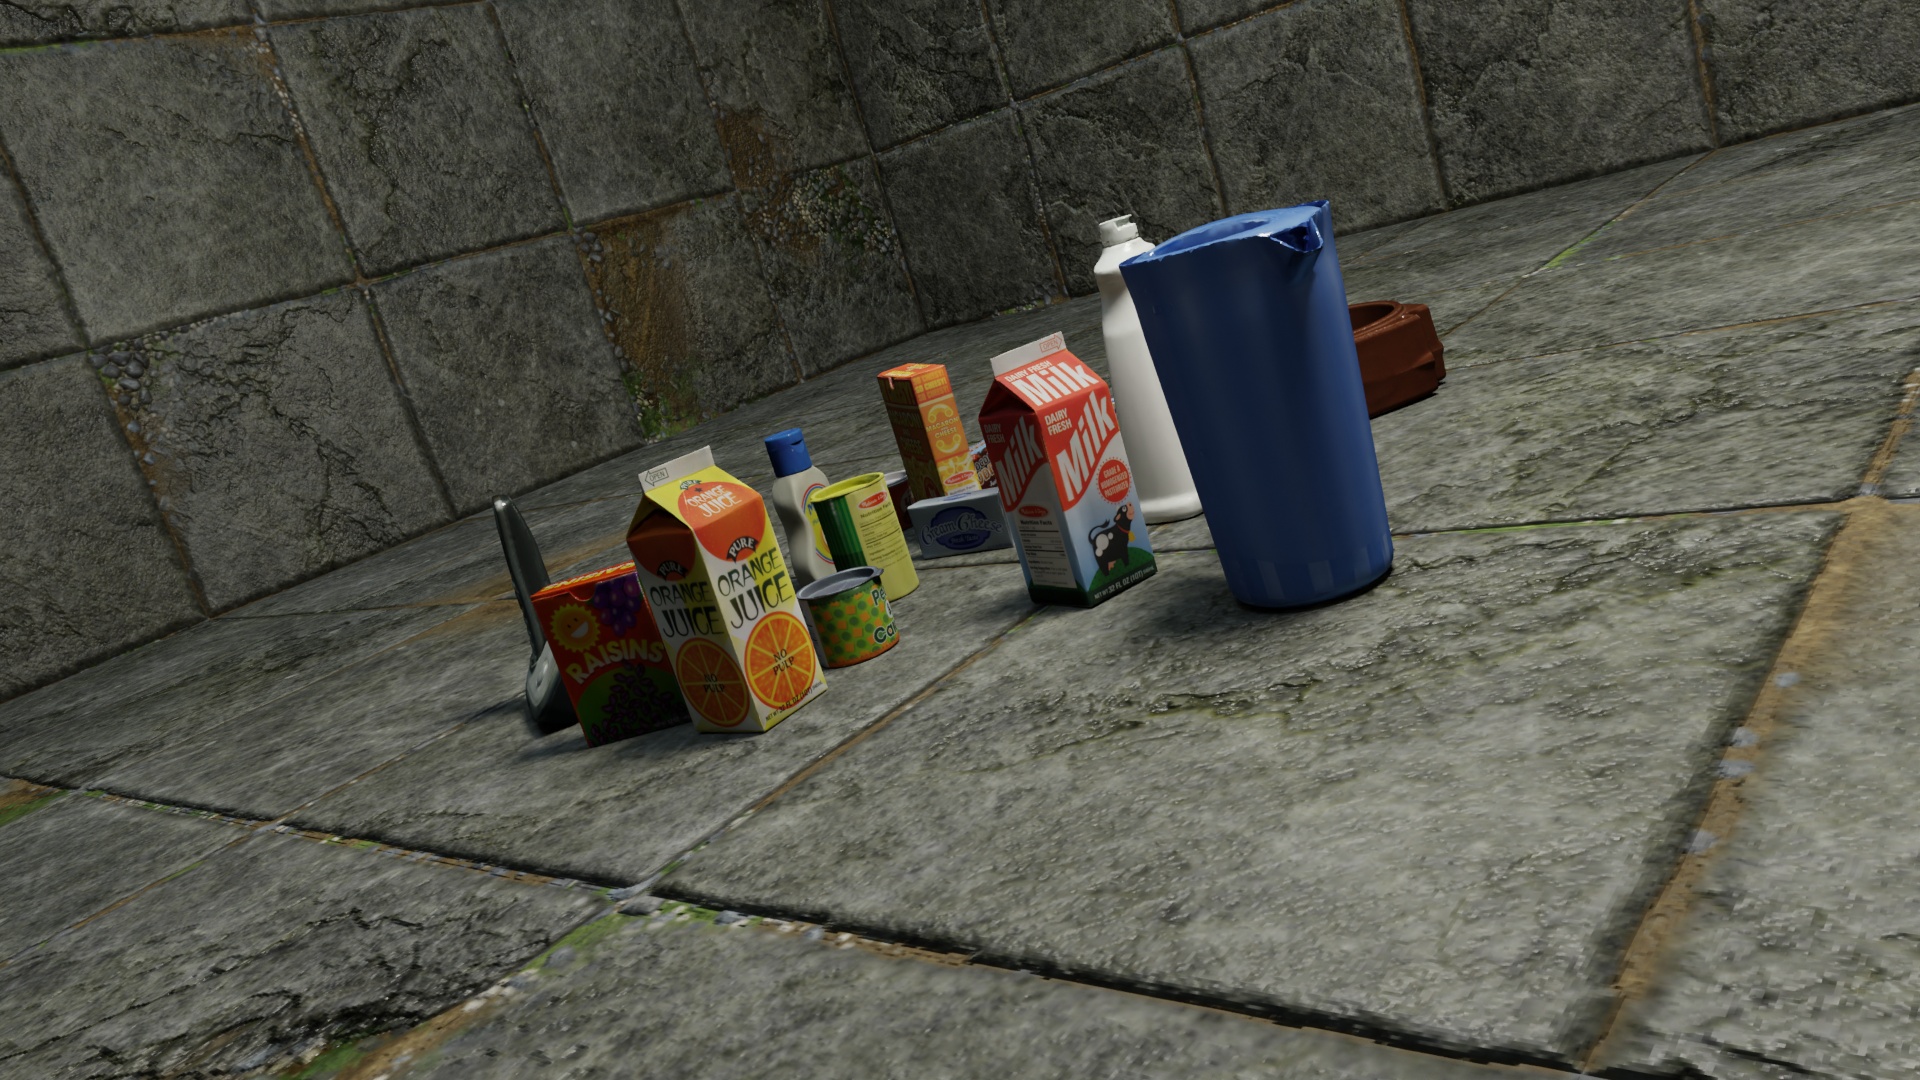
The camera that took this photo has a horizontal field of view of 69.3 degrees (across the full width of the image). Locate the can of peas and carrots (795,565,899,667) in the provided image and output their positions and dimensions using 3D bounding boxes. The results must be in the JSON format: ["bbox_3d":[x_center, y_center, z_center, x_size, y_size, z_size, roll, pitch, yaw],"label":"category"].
[{"bbox_3d":[-0.083,0.057,1.063,0.071,0.058,0.071,-16,13,4],"label":"can of peas and carrots"}]

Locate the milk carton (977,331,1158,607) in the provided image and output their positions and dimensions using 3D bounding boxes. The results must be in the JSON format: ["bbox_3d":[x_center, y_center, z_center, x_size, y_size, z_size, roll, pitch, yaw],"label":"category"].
[{"bbox_3d":[0.074,-0.053,1.024,0.072,0.190,0.073,-25,15,-32],"label":"milk carton"}]

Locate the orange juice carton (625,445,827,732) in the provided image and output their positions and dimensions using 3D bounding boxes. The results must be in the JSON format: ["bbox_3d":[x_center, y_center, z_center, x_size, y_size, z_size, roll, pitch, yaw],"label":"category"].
[{"bbox_3d":[-0.169,0.033,0.974,0.073,0.192,0.072,-7,16,38],"label":"orange juice carton"}]

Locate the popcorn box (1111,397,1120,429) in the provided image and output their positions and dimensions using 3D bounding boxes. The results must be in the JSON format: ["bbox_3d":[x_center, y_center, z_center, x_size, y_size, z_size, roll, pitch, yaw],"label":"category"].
[{"bbox_3d":[0.118,-0.086,1.341,0.126,0.085,0.038,-14,13,15],"label":"popcorn box"}]

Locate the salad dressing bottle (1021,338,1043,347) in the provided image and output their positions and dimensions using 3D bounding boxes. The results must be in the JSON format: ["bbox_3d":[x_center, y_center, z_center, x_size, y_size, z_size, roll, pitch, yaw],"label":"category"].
[{"bbox_3d":[0.099,-0.133,1.424,0.044,0.147,0.064,-19,12,-5],"label":"salad dressing bottle"}]

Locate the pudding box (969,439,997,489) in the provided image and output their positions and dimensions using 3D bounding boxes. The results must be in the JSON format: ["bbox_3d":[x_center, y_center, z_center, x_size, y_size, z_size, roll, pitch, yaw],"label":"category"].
[{"bbox_3d":[0.022,-0.080,1.521,0.030,0.049,0.084,-5,18,45],"label":"pudding box"}]

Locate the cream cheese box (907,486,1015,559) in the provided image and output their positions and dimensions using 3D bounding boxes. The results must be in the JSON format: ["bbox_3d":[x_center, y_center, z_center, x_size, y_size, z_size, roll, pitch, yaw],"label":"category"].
[{"bbox_3d":[0.005,-0.016,1.268,0.103,0.053,0.024,-9,15,34],"label":"cream cheese box"}]

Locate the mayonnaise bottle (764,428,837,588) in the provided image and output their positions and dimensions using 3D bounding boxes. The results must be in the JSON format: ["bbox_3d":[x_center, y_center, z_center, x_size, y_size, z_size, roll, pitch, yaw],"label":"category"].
[{"bbox_3d":[-0.145,-0.031,1.312,0.041,0.147,0.065,-6,17,41],"label":"mayonnaise bottle"}]

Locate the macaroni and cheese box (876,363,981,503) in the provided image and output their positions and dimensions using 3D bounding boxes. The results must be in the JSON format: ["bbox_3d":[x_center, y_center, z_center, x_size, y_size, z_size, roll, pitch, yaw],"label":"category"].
[{"bbox_3d":[-0.027,-0.086,1.350,0.040,0.166,0.124,-21,13,-15],"label":"macaroni and cheese box"}]

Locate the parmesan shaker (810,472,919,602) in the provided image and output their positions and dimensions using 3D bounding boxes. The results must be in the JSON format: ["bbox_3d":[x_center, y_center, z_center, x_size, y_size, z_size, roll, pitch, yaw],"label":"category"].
[{"bbox_3d":[-0.084,0.002,1.199,0.071,0.103,0.071,-16,12,4],"label":"parmesan shaker"}]

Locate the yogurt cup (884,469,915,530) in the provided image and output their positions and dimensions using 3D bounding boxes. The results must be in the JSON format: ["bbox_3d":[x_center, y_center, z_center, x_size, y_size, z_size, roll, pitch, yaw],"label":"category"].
[{"bbox_3d":[-0.075,-0.038,1.465,0.072,0.054,0.072,-16,13,4],"label":"yogurt cup"}]

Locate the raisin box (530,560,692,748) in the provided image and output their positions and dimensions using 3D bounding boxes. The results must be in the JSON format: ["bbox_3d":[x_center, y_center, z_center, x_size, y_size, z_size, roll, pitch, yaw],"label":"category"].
[{"bbox_3d":[-0.254,0.083,1.032,0.086,0.123,0.040,-15,13,9],"label":"raisin box"}]
